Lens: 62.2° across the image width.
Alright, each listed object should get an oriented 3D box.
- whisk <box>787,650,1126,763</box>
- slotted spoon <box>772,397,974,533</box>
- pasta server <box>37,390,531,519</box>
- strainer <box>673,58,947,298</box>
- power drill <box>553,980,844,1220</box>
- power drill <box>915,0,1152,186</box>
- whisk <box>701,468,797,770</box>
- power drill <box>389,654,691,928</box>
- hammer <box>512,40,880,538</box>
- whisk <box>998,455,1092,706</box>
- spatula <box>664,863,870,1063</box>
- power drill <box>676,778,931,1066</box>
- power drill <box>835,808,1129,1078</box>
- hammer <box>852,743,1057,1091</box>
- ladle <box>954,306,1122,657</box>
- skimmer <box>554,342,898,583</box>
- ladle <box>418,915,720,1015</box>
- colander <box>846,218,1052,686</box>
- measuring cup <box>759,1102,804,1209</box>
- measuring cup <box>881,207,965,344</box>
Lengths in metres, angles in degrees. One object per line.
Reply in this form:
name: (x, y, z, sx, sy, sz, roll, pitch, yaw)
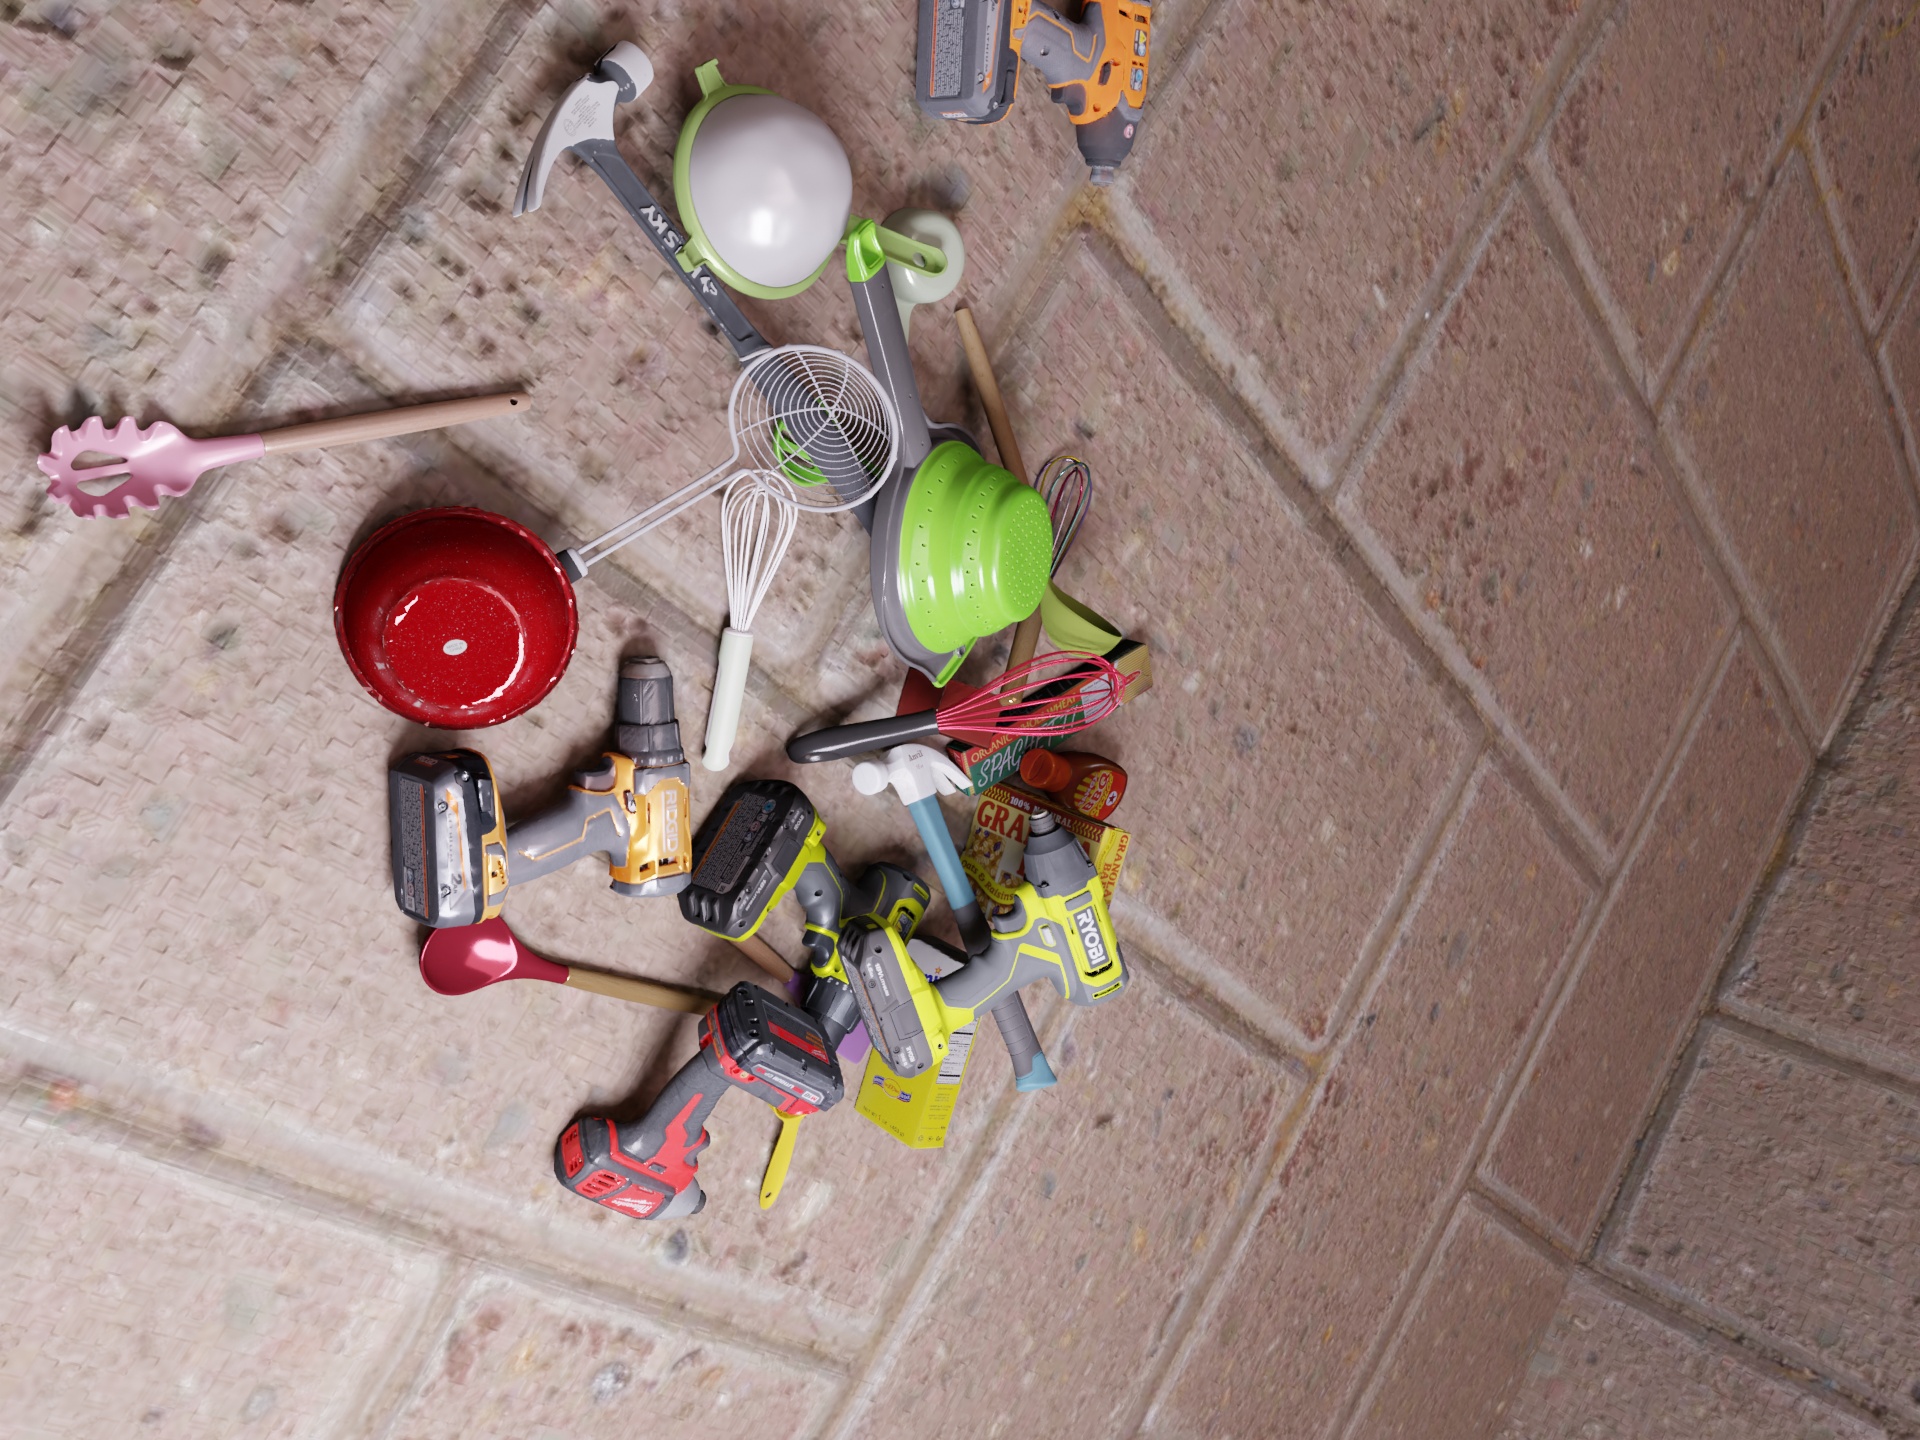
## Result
whisk: (-0.002, -0.004, 1.352, 0.296, 0.073, 0.073, -12, 115, -4)
slotted spoon: (-0.046, -0.191, 1.353, 0.313, 0.031, 0.070, 22, 85, -45)
pasta server: (-0.419, -0.182, 1.020, 0.316, 0.040, 0.060, -20, 105, -37)
strainer: (-0.089, -0.377, 1.174, 0.256, 0.069, 0.151, 8, 86, -44)
power drill: (-0.207, 0.323, 1.291, 0.219, 0.079, 0.143, -41, 129, 11)
power drill: (0.070, -0.534, 1.315, 0.226, 0.084, 0.164, -11, 111, -43)
whisk: (-0.176, -0.078, 1.266, 0.059, 0.058, 0.246, 10, 101, -8)
power drill: (-0.297, 0.051, 1.173, 0.226, 0.084, 0.185, -8, 102, -44)
hammer: (-0.164, -0.283, 1.177, 0.408, 0.036, 0.149, 51, 58, -34)
whisk: (0.077, -0.127, 1.441, 0.047, 0.051, 0.245, 32, 69, -52)
spatula: (-0.164, 0.207, 1.377, 0.315, 0.018, 0.060, 48, 58, -40)
power drill: (-0.132, 0.173, 1.341, 0.228, 0.080, 0.191, 49, 62, -43)
power drill: (0.019, 0.186, 1.327, 0.223, 0.080, 0.171, -23, 104, -17)
hammer: (0.008, 0.176, 1.407, 0.128, 0.033, 0.331, -22, 90, -57)
ladle: (0.064, -0.204, 1.375, 0.062, 0.078, 0.320, -18, 99, 11)
skimmer: (-0.214, -0.141, 1.121, 0.363, 0.090, 0.127, -33, 113, -12)
ladle: (-0.292, 0.205, 1.259, 0.315, 0.031, 0.069, 25, 88, -45)
colander: (-0.002, -0.201, 1.251, 0.205, 0.094, 0.396, -57, 144, -41)
measuring cup: (-0.163, 0.369, 1.431, 0.062, 0.029, 0.156, 0, 115, -41)
measuring cup: (-0.037, -0.336, 1.306, 0.083, 0.038, 0.167, 2, 99, -42)
